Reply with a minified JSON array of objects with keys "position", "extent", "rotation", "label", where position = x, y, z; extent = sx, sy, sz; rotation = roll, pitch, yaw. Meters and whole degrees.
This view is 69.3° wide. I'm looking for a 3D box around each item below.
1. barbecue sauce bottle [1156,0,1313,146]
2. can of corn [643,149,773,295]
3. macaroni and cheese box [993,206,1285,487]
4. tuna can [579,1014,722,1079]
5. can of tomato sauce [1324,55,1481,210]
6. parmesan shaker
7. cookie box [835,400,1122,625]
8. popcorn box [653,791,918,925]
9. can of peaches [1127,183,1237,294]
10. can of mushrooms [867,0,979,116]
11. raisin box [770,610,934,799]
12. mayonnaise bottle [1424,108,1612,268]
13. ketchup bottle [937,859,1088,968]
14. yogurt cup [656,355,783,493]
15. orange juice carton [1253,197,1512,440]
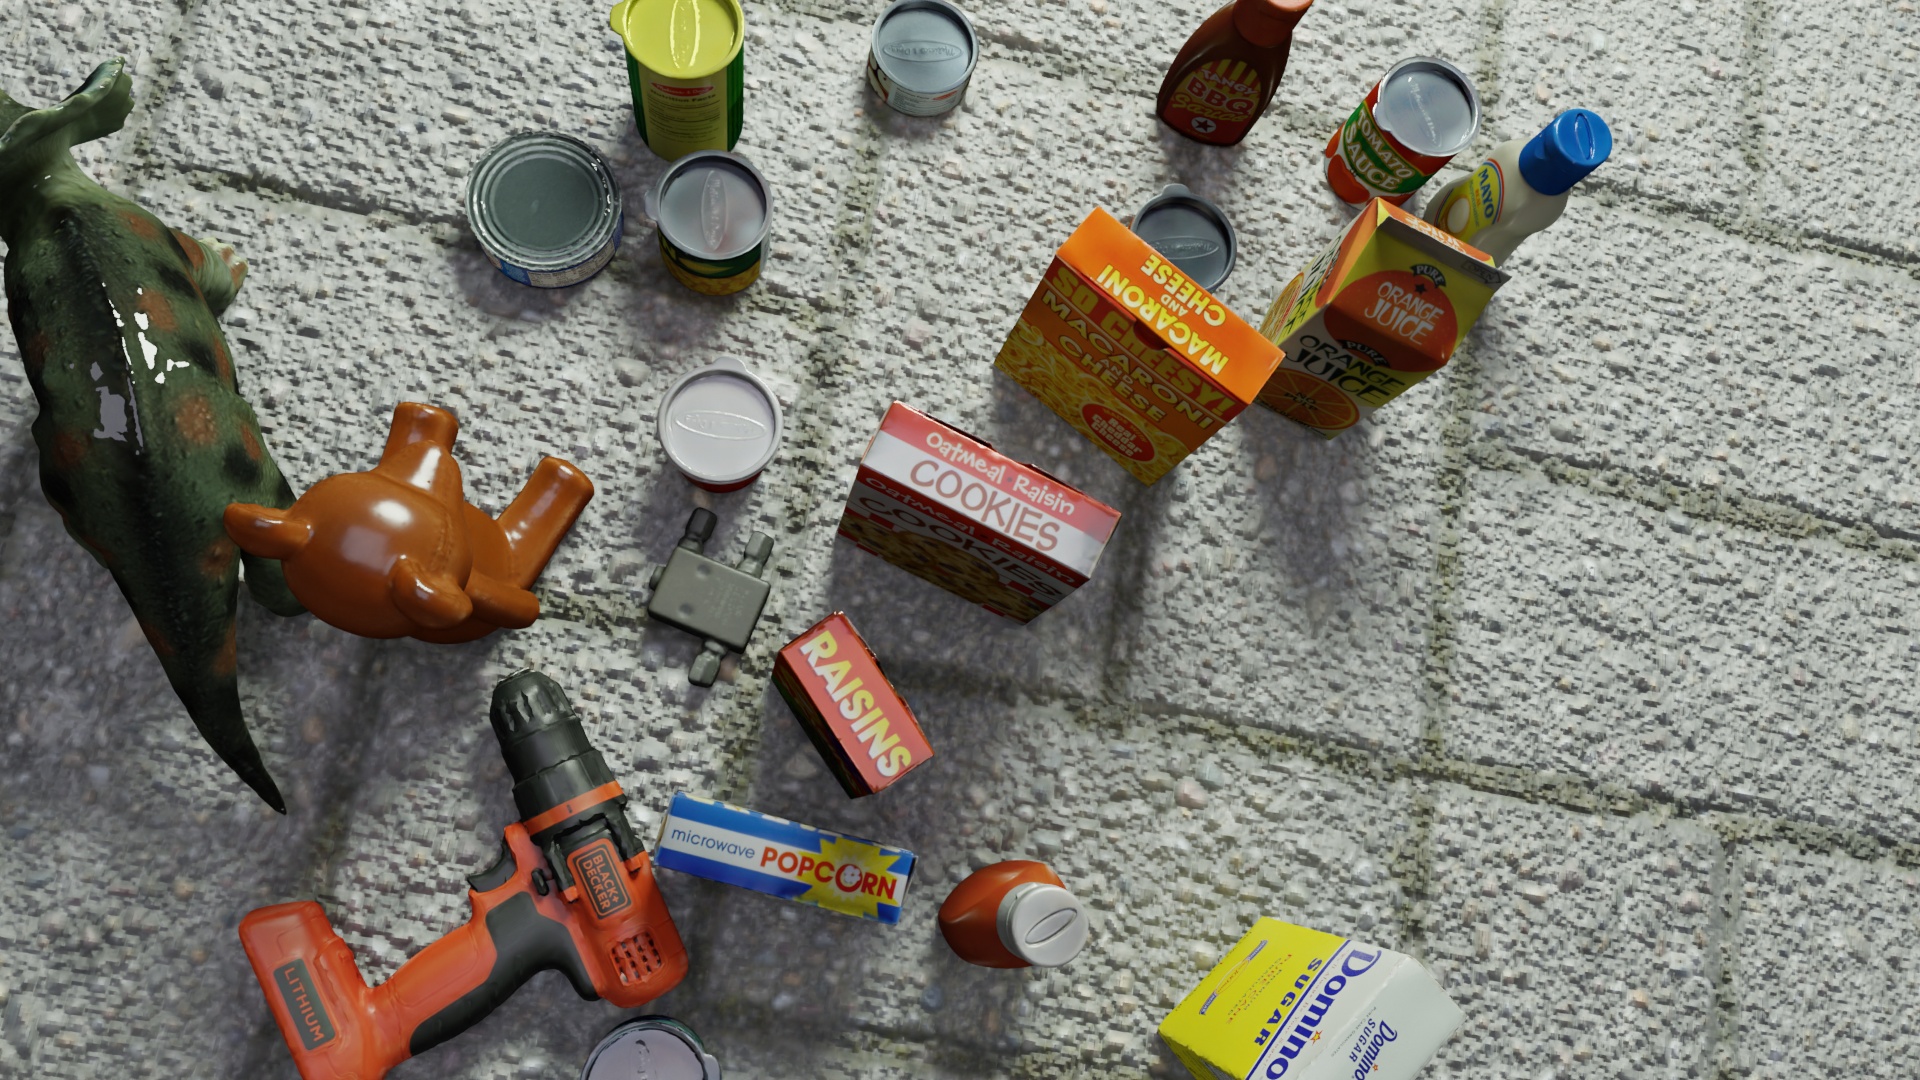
[{"position":[0.167,-0.291,0.829],"extent":[0.065,0.148,0.044],"rotation":[20,76,-5],"label":"barbecue sauce bottle"},{"position":[-0.144,-0.182,0.800],"extent":[0.071,0.058,0.071],"rotation":[2,78,-9],"label":"can of corn"},{"position":[0.091,-0.099,0.765],"extent":[0.124,0.166,0.040],"rotation":[38,75,0],"label":"macaroni and cheese box"},{"position":[-0.158,0.278,0.711],"extent":[0.071,0.032,0.071],"rotation":[2,78,-9],"label":"tuna can"},{"position":[0.274,-0.252,0.871],"extent":[0.071,0.083,0.071],"rotation":[2,78,-9],"label":"can of tomato sauce"},{"position":[-0.159,-0.267,0.793],"extent":[0.071,0.103,0.071],"rotation":[2,78,-9],"label":"parmesan shaker"},{"position":[0.003,-0.009,0.730],"extent":[0.123,0.167,0.040],"rotation":[26,76,-3],"label":"cookie box"},{"position":[-0.092,0.164,0.720],"extent":[0.127,0.085,0.038],"rotation":[16,76,-6],"label":"popcorn box"},{"position":[0.126,-0.171,0.843],"extent":[0.071,0.058,0.071],"rotation":[2,78,-9],"label":"can of peaches"},{"position":[-0.024,-0.301,0.859],"extent":[0.071,0.033,0.071],"rotation":[2,78,-9],"label":"can of mushrooms"},{"position":[-0.058,0.089,0.722],"extent":[0.040,0.123,0.086],"rotation":[-32,85,-14],"label":"raisin box"},{"position":[0.333,-0.209,0.838],"extent":[0.041,0.147,0.065],"rotation":[-2,79,-10],"label":"mayonnaise bottle"},{"position":[0.029,0.189,0.701],"extent":[0.065,0.148,0.043],"rotation":[-29,84,-14],"label":"ketchup bottle"},{"position":[-0.134,-0.059,0.777],"extent":[0.072,0.054,0.072],"rotation":[2,78,-9],"label":"yogurt cup"},{"position":[0.228,-0.127,0.780],"extent":[0.072,0.192,0.073],"rotation":[27,75,-3],"label":"orange juice carton"}]
